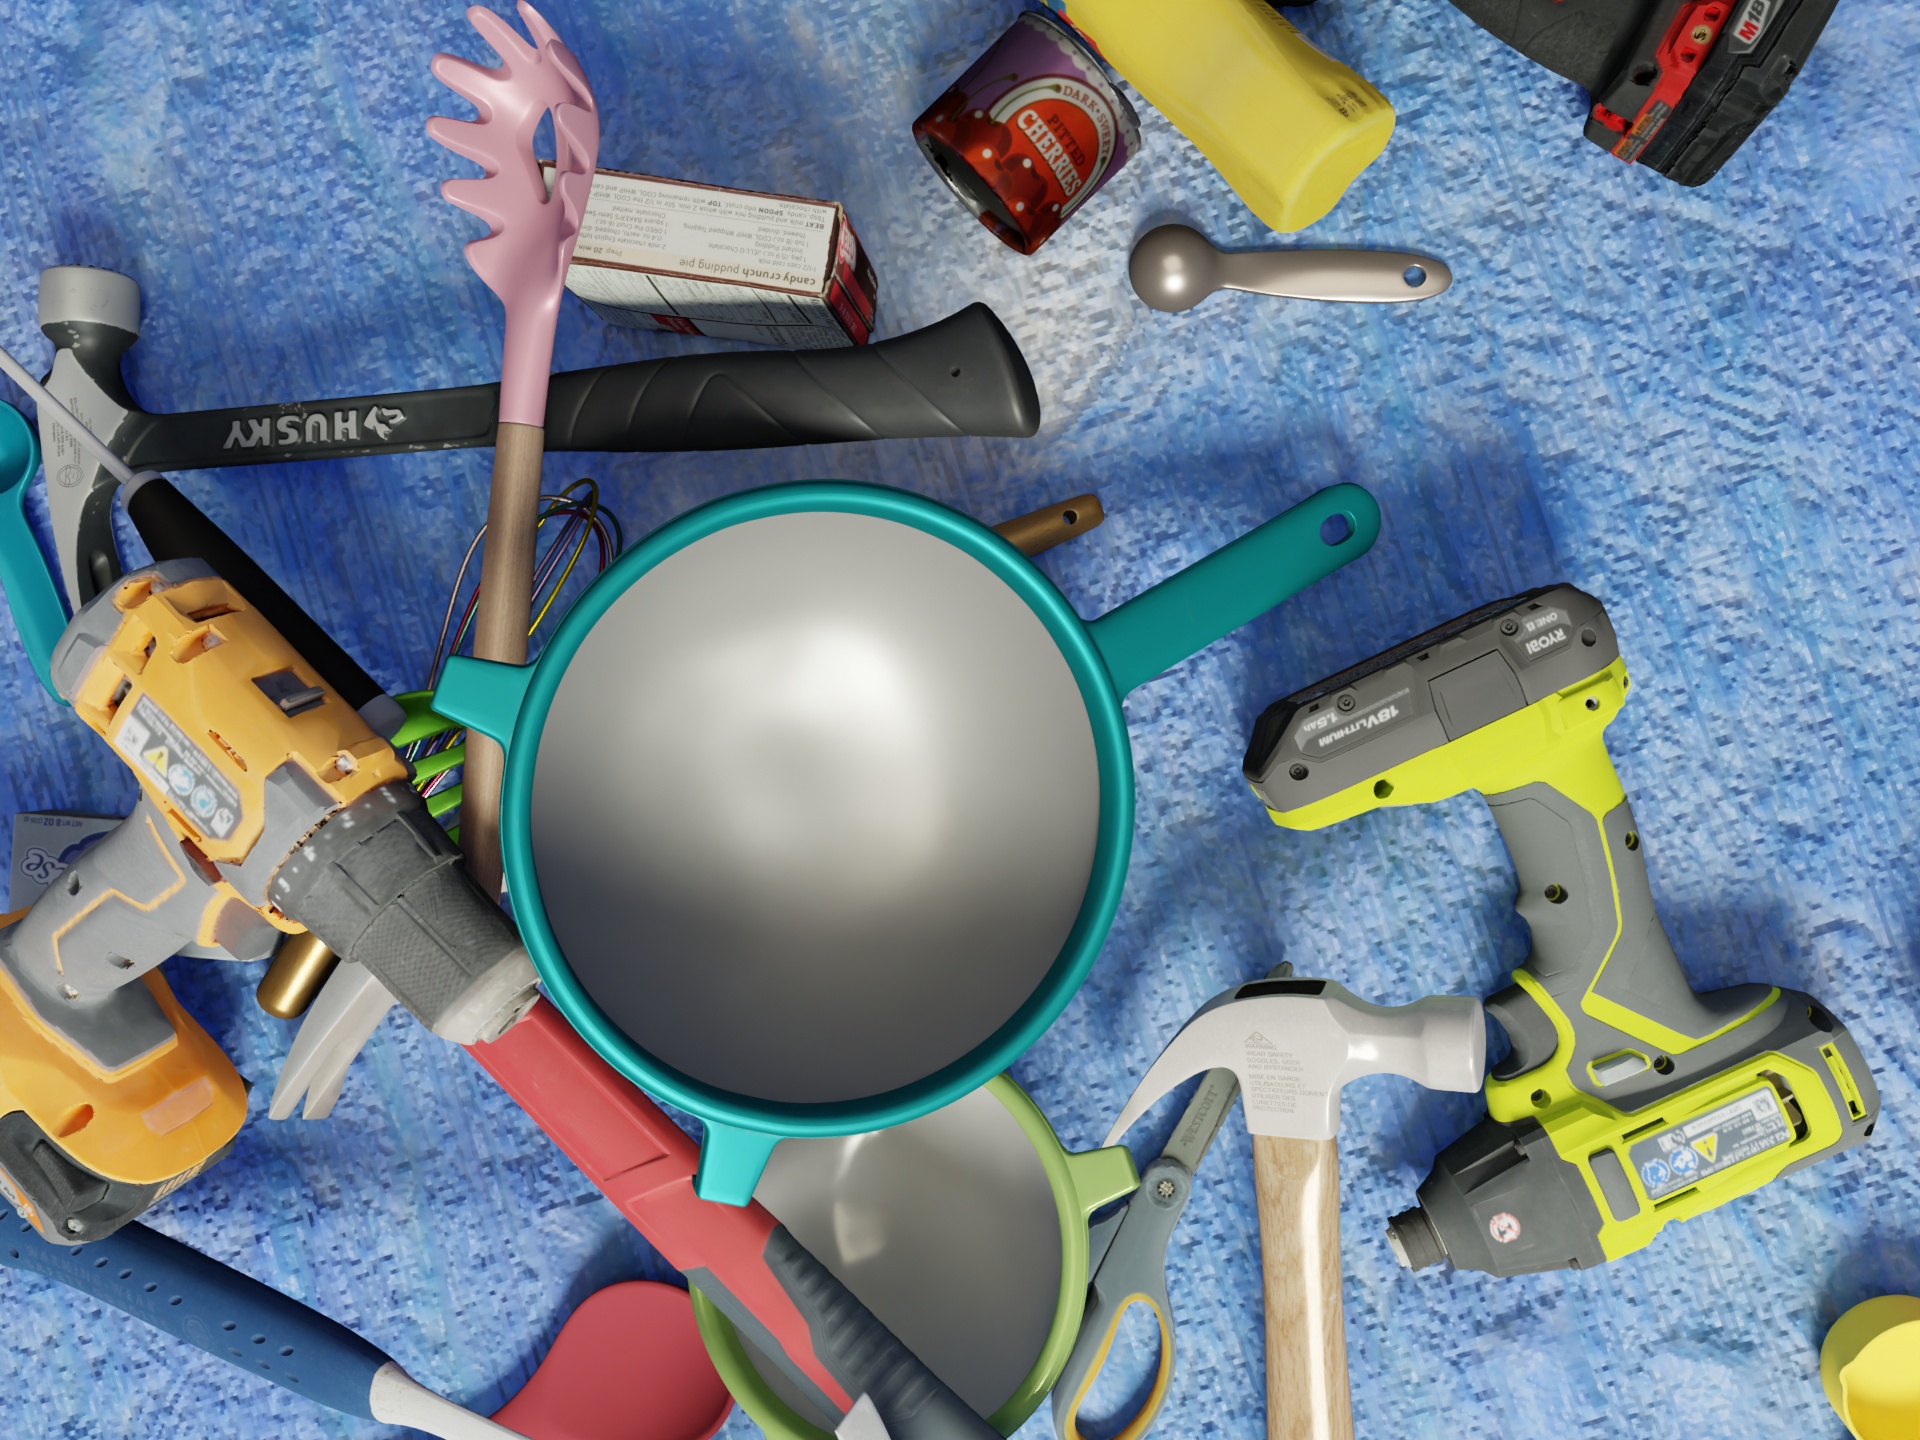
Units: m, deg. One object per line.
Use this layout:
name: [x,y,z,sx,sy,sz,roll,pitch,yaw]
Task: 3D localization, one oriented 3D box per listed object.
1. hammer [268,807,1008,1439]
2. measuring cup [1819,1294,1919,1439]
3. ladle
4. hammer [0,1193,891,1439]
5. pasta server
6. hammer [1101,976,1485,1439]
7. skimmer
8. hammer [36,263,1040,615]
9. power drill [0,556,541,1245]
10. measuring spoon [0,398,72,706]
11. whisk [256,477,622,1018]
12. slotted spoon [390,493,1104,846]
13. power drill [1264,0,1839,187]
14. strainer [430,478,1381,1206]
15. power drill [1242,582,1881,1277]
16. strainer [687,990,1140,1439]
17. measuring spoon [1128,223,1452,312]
hammer: [-0.087,0.193,0.544,0.387,0.038,0.143,36,92,24]
measuring cup: [0.328,0.282,0.582,0.062,0.029,0.156,15,101,0]
ladle: [-0.222,0.302,0.617,0.315,0.031,0.069,-28,84,5]
hammer: [-0.187,0.228,0.543,0.406,0.035,0.144,12,121,23]
pasta server: [-0.156,-0.073,0.533,0.060,0.040,0.316,8,94,30]
hammer: [0.122,0.253,0.564,0.130,0.031,0.331,-1,99,25]
skimmer: [-0.310,-0.142,0.567,0.363,0.127,0.090,44,75,2]
hammer: [-0.170,-0.105,0.575,0.409,0.036,0.149,0,89,18]
power drill: [-0.255,0.084,0.543,0.185,0.084,0.226,44,114,4]
measuring spoon: [-0.379,-0.068,0.648,0.042,0.021,0.128,-15,96,3]
whisk: [-0.205,0.011,0.622,0.047,0.051,0.245,35,95,25]
slotted spoon: [-0.089,-0.021,0.595,0.314,0.031,0.070,-23,92,-7]
power drill: [0.210,-0.303,0.581,0.220,0.078,0.143,29,90,7]
strainer: [-0.001,-0.002,0.569,0.340,0.095,0.211,-29,101,-20]
power drill: [0.198,0.079,0.569,0.171,0.080,0.223,-25,90,3]
strainer: [-0.038,0.237,0.575,0.151,0.069,0.256,20,86,24]
measuring spoon: [0.127,-0.173,0.609,0.124,0.018,0.034,3,88,4]
